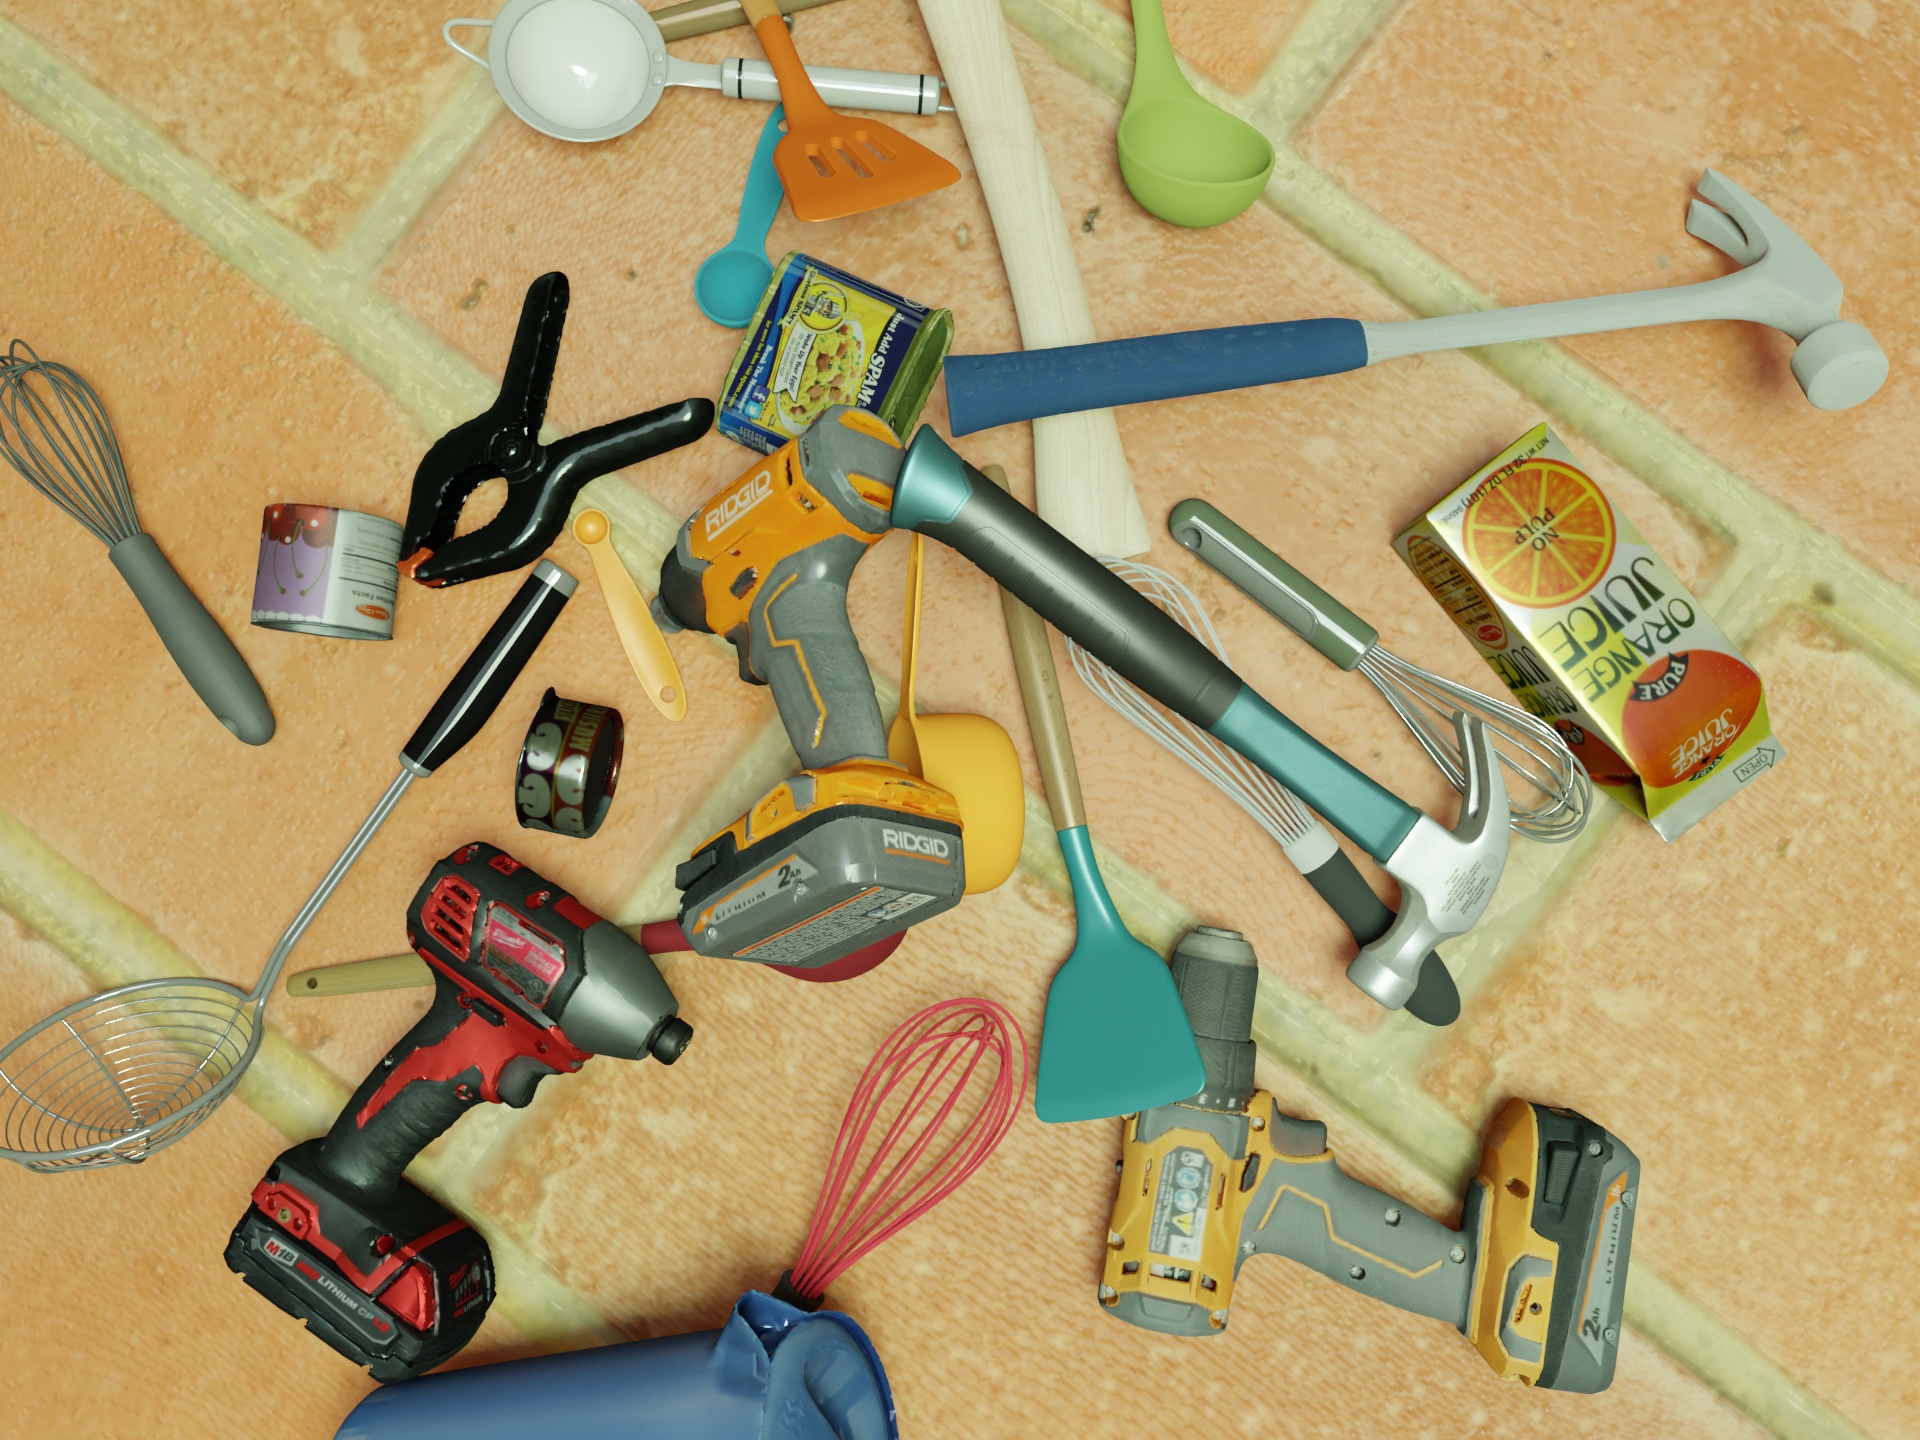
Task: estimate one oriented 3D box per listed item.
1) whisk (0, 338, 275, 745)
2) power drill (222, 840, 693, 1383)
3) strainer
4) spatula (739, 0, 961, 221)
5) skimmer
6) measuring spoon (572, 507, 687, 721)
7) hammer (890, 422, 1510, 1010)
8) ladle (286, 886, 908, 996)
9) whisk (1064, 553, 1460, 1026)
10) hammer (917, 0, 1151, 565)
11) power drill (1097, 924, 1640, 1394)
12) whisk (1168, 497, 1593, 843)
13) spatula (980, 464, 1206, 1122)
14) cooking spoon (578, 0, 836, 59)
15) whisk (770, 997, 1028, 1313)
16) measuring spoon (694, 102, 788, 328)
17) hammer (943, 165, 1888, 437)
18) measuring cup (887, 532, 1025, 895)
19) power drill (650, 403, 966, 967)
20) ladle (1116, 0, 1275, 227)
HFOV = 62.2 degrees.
[{"bbox_3d":[-0.415,-0.088,0.800,0.055,0.055,0.239,-34,90,1],"label":"whisk"},{"bbox_3d":[-0.227,0.182,0.741,0.143,0.078,0.219,31,92,10],"label":"power drill"},{"bbox_3d":[-0.121,-0.319,0.793,0.258,0.050,0.087,4,82,-4],"label":"strainer"},{"bbox_3d":[-0.101,-0.362,0.771,0.081,0.041,0.323,-20,73,-16],"label":"spatula"},{"bbox_3d":[-0.321,0.058,0.763,0.127,0.090,0.363,31,83,48],"label":"skimmer"},{"bbox_3d":[-0.165,-0.053,0.803,0.021,0.011,0.117,-25,89,5],"label":"measuring spoon"},{"bbox_3d":[0.104,-0.014,0.700,0.331,0.033,0.128,36,94,-9],"label":"hammer"},{"bbox_3d":[-0.181,0.110,0.786,0.315,0.031,0.069,-8,82,4],"label":"ladle"},{"bbox_3d":[0.146,0.034,0.754,0.070,0.070,0.284,-40,94,0],"label":"whisk"},{"bbox_3d":[0.032,-0.278,0.776,0.146,0.038,0.410,-16,92,-8],"label":"hammer"},{"bbox_3d":[0.186,0.201,0.737,0.226,0.084,0.185,9,86,8],"label":"power drill"},{"bbox_3d":[0.199,-0.027,0.764,0.246,0.057,0.059,39,55,8],"label":"whisk"},{"bbox_3d":[0.046,0.026,0.759,0.082,0.044,0.318,-16,80,20],"label":"spatula"},{"bbox_3d":[-0.039,-0.382,0.808,0.319,0.017,0.069,-13,92,2],"label":"cooking spoon"},{"bbox_3d":[-0.064,0.254,0.758,0.073,0.073,0.296,35,96,4],"label":"whisk"},{"bbox_3d":[-0.101,-0.256,0.809,0.042,0.021,0.129,14,79,5],"label":"measuring spoon"},{"bbox_3d":[0.194,-0.178,0.734,0.405,0.035,0.144,-7,52,1],"label":"hammer"},{"bbox_3d":[-0.001,-0.002,0.744,0.052,0.095,0.173,0,95,-15],"label":"measuring cup"},{"bbox_3d":[-0.081,-0.009,0.716,0.164,0.084,0.227,-29,59,38],"label":"power drill"},{"bbox_3d":[0.088,-0.395,0.773,0.078,0.062,0.320,-11,89,-19],"label":"ladle"}]
